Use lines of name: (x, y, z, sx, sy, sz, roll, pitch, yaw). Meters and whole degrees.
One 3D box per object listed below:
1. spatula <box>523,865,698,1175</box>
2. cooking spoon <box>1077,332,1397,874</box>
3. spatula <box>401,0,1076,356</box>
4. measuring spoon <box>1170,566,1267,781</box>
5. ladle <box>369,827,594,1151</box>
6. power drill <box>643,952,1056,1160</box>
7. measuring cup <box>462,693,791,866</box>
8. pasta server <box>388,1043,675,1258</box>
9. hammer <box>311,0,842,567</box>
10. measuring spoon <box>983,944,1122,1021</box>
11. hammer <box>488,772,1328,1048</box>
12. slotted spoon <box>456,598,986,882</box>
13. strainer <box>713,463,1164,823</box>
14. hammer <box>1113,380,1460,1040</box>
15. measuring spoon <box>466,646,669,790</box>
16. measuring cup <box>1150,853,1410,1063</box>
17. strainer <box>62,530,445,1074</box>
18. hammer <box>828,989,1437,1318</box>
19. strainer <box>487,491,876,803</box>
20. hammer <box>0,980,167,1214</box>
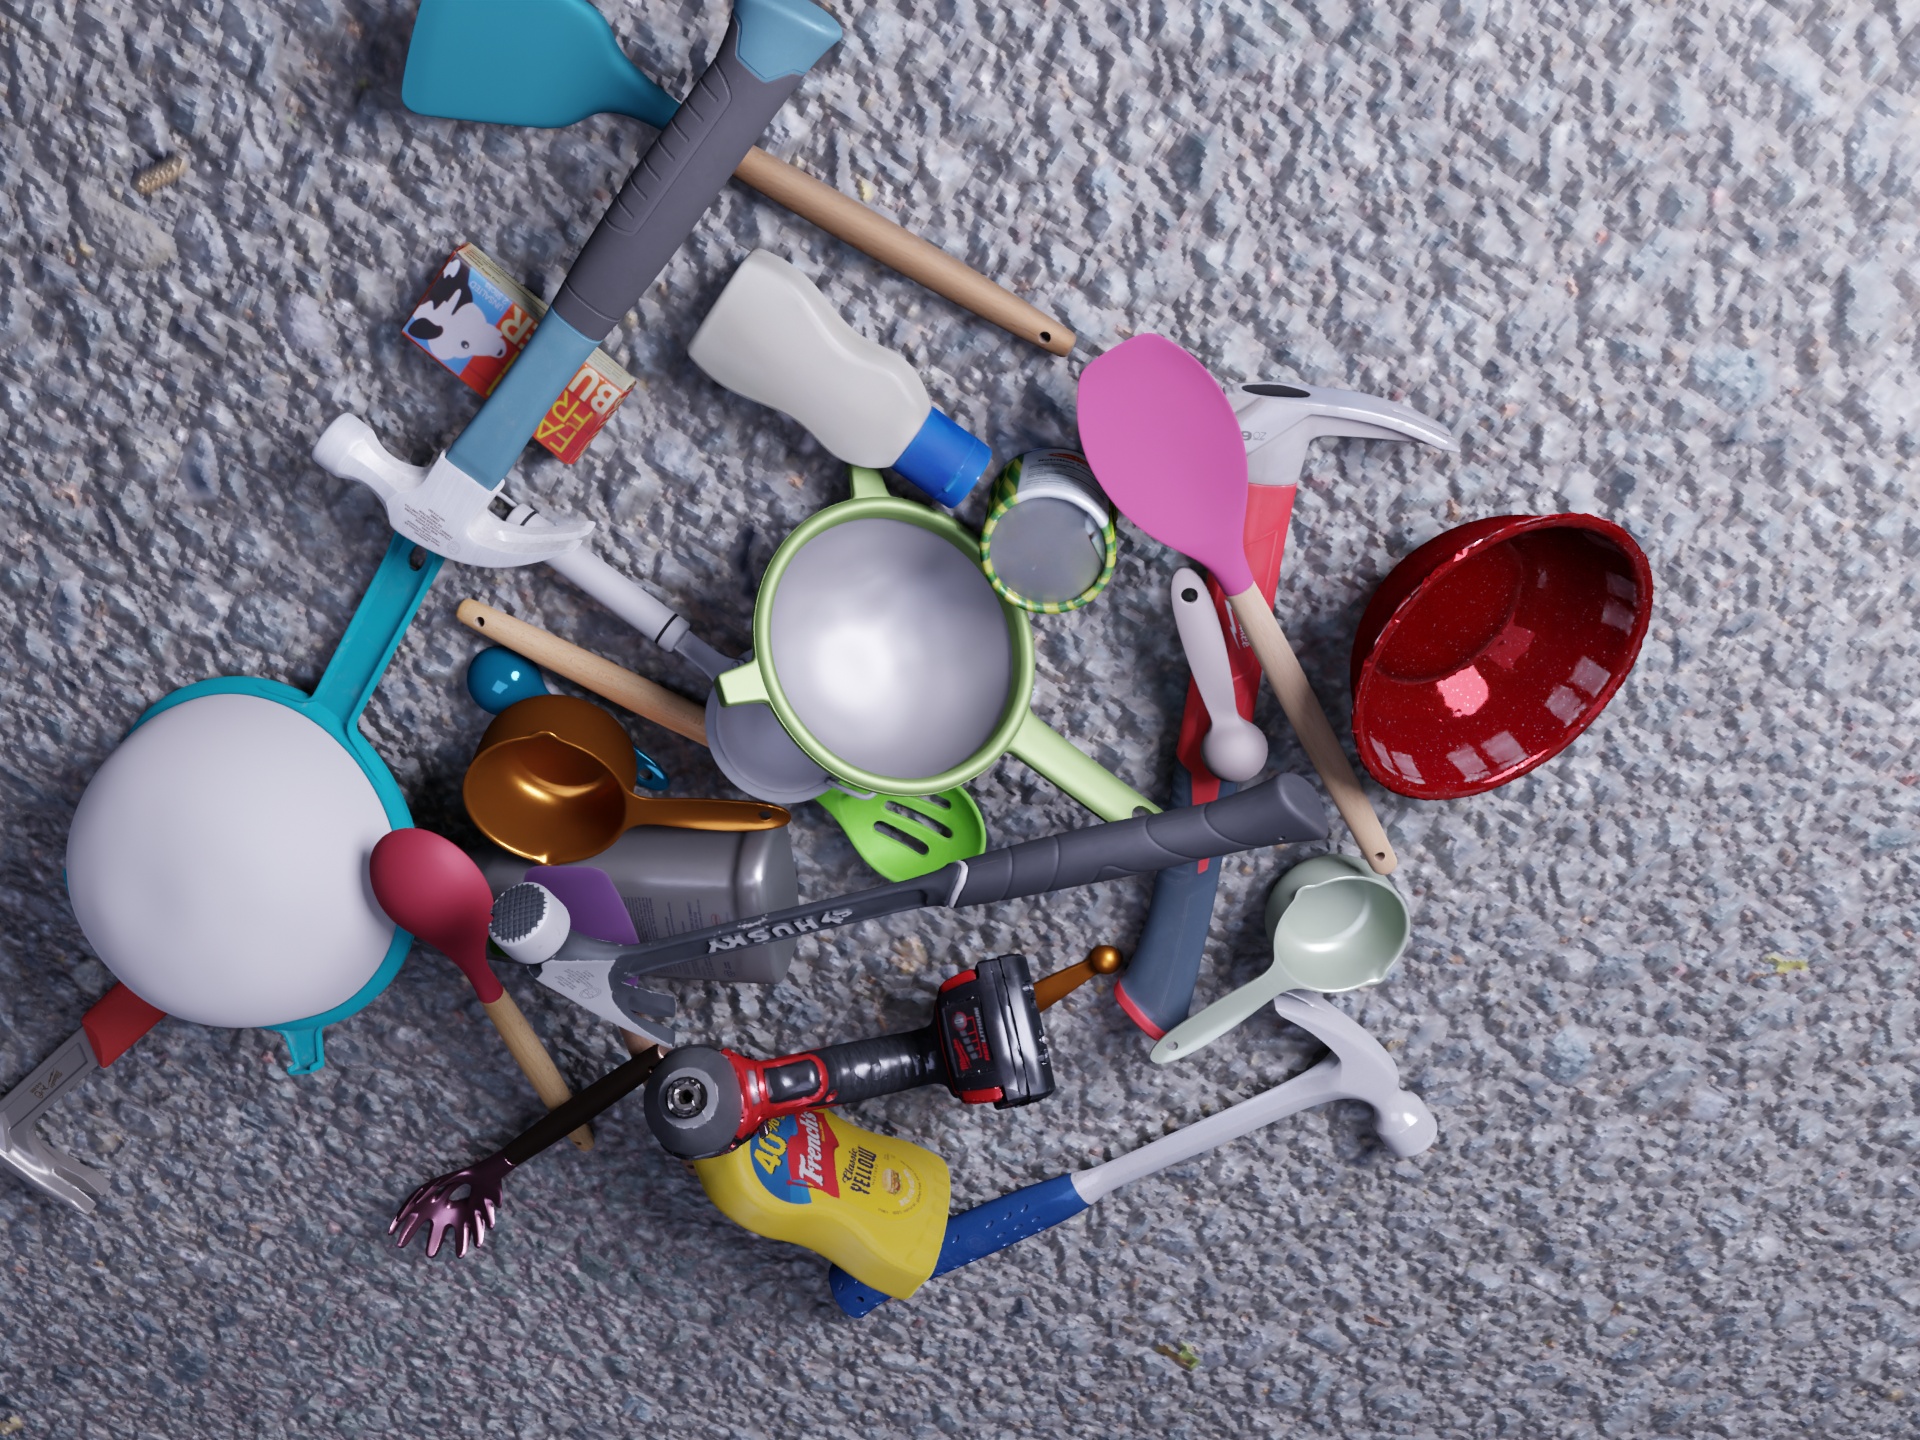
spatula: (-0.193, 0.185, 0.939, 0.060, 0.018, 0.315, 0, 136, 9)
cooking spoon: (0.146, -0.044, 0.774, 0.069, 0.017, 0.318, -29, 114, 8)
spatula: (-0.088, -0.241, 0.719, 0.317, 0.044, 0.082, 27, 124, -10)
measuring spoon: (0.125, -0.019, 0.789, 0.034, 0.018, 0.124, -15, 117, 12)
ladle: (-0.269, 0.174, 0.937, 0.069, 0.031, 0.315, 2, 138, 12)
power drill: (-0.065, 0.194, 0.881, 0.219, 0.143, 0.079, -12, 75, -5)
measuring cup: (-0.178, 0.032, 0.868, 0.173, 0.052, 0.095, 5, 127, -6)
pasta server: (-0.270, 0.272, 1.002, 0.060, 0.040, 0.316, 31, 132, -27)
hammer: (-0.168, -0.193, 0.724, 0.128, 0.033, 0.331, 38, 121, -14)
measuring spoon: (0.048, 0.167, 0.952, 0.117, 0.011, 0.021, -34, 111, 22)
hammer: (-0.020, 0.091, 0.805, 0.409, 0.036, 0.149, -14, 143, 11)
slotted spoon: (-0.129, 0.007, 0.873, 0.313, 0.031, 0.070, 26, 105, -6)
strainer: (-0.001, -0.003, 0.816, 0.256, 0.151, 0.069, 36, 155, -17)
hammer: (0.148, 0.014, 0.839, 0.143, 0.038, 0.386, 6, 120, 1)
measuring spoon: (-0.219, 0.006, 0.885, 0.128, 0.021, 0.042, 35, 117, -13)
measuring cup: (0.172, 0.136, 0.892, 0.167, 0.038, 0.083, -38, 114, 15)
strainer: (-0.379, 0.037, 0.856, 0.211, 0.095, 0.340, 37, 109, 5)
hammer: (0.083, 0.286, 1.002, 0.405, 0.035, 0.144, -30, 112, 21)
strainer: (-0.144, -0.040, 0.831, 0.258, 0.087, 0.050, 36, 162, -4)
hammer: (-0.527, 0.193, 1.020, 0.359, 0.037, 0.149, -36, 110, 24)
